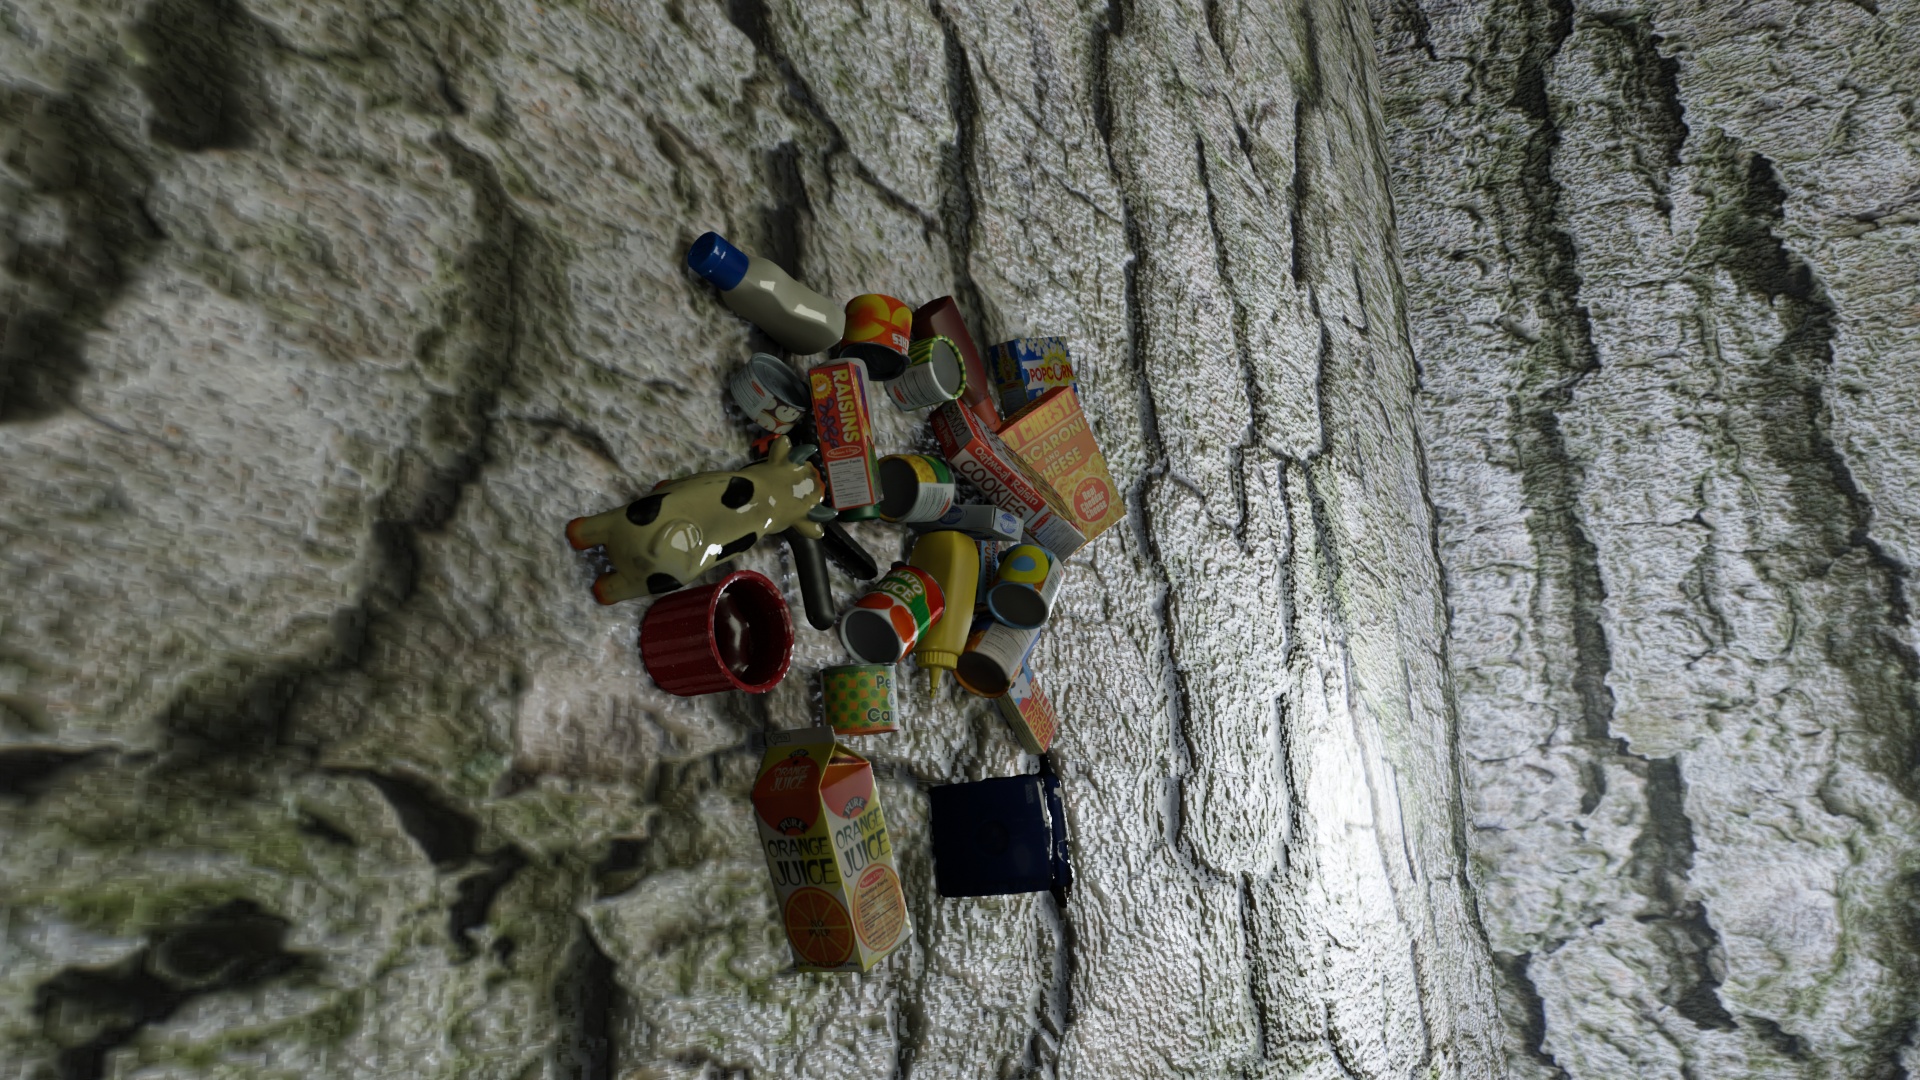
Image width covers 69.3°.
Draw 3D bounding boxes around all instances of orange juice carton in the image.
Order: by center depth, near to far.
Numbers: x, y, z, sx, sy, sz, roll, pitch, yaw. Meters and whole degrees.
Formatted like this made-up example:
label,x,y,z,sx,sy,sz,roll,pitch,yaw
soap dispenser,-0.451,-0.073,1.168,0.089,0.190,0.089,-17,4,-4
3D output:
label,x,y,z,sx,sy,sz,roll,pitch,yaw
orange juice carton,-0.108,0.244,1.126,0.073,0.071,0.192,-19,96,-57

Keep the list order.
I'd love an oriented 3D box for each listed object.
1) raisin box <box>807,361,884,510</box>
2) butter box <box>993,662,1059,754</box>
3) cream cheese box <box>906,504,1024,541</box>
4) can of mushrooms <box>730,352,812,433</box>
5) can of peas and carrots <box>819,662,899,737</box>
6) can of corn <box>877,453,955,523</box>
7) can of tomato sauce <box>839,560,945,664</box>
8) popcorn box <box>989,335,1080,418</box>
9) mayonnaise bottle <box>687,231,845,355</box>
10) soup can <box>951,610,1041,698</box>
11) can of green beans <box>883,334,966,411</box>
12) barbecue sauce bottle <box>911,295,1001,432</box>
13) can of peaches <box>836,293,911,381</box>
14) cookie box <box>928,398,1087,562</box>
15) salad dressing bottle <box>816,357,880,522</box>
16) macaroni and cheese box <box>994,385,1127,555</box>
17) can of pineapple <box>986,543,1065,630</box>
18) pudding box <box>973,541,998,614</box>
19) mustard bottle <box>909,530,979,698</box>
label,x,y,z,sx,sy,sz,roll,pitch,yaw
raisin box,-0.099,-0.090,1.202,0.086,0.040,0.123,-56,137,-85
butter box,0.066,0.172,1.461,0.103,0.024,0.053,60,37,-25
cream cheese box,0.005,-0.017,1.354,0.053,0.104,0.024,23,72,-52
can of mushrooms,-0.159,-0.124,1.180,0.071,0.033,0.071,38,23,-19
can of peas and carrots,-0.085,0.138,1.197,0.071,0.071,0.059,10,72,-56
can of corn,-0.050,-0.051,1.321,0.058,0.071,0.071,-2,82,-57
can of tomato sauce,-0.062,0.068,1.259,0.083,0.071,0.071,-44,117,-52
popcorn box,0.087,-0.189,1.598,0.127,0.038,0.085,-17,95,-58
mayonnaise bottle,-0.168,-0.212,1.196,0.148,0.064,0.041,33,54,-44
soup can,0.034,0.109,1.394,0.071,0.071,0.084,62,40,-24
can of green beans,-0.035,-0.167,1.385,0.071,0.057,0.071,25,60,-52
barbecue sauce bottle,-0.002,-0.178,1.453,0.148,0.043,0.065,64,35,-22
can of peaches,-0.079,-0.192,1.316,0.071,0.071,0.058,36,50,-46
cookie box,0.045,-0.063,1.406,0.167,0.040,0.123,41,12,-24
salad dressing bottle,-0.101,-0.091,1.274,0.064,0.044,0.147,3,78,-67
macaroni and cheese box,0.100,-0.069,1.532,0.124,0.040,0.166,-35,111,-25
can of pineapple,0.062,0.045,1.366,0.070,0.071,0.058,58,37,-28
pudding box,0.011,0.032,1.399,0.030,0.049,0.084,29,56,-48
mustard bottle,-0.020,0.073,1.330,0.049,0.065,0.160,22,68,-48
